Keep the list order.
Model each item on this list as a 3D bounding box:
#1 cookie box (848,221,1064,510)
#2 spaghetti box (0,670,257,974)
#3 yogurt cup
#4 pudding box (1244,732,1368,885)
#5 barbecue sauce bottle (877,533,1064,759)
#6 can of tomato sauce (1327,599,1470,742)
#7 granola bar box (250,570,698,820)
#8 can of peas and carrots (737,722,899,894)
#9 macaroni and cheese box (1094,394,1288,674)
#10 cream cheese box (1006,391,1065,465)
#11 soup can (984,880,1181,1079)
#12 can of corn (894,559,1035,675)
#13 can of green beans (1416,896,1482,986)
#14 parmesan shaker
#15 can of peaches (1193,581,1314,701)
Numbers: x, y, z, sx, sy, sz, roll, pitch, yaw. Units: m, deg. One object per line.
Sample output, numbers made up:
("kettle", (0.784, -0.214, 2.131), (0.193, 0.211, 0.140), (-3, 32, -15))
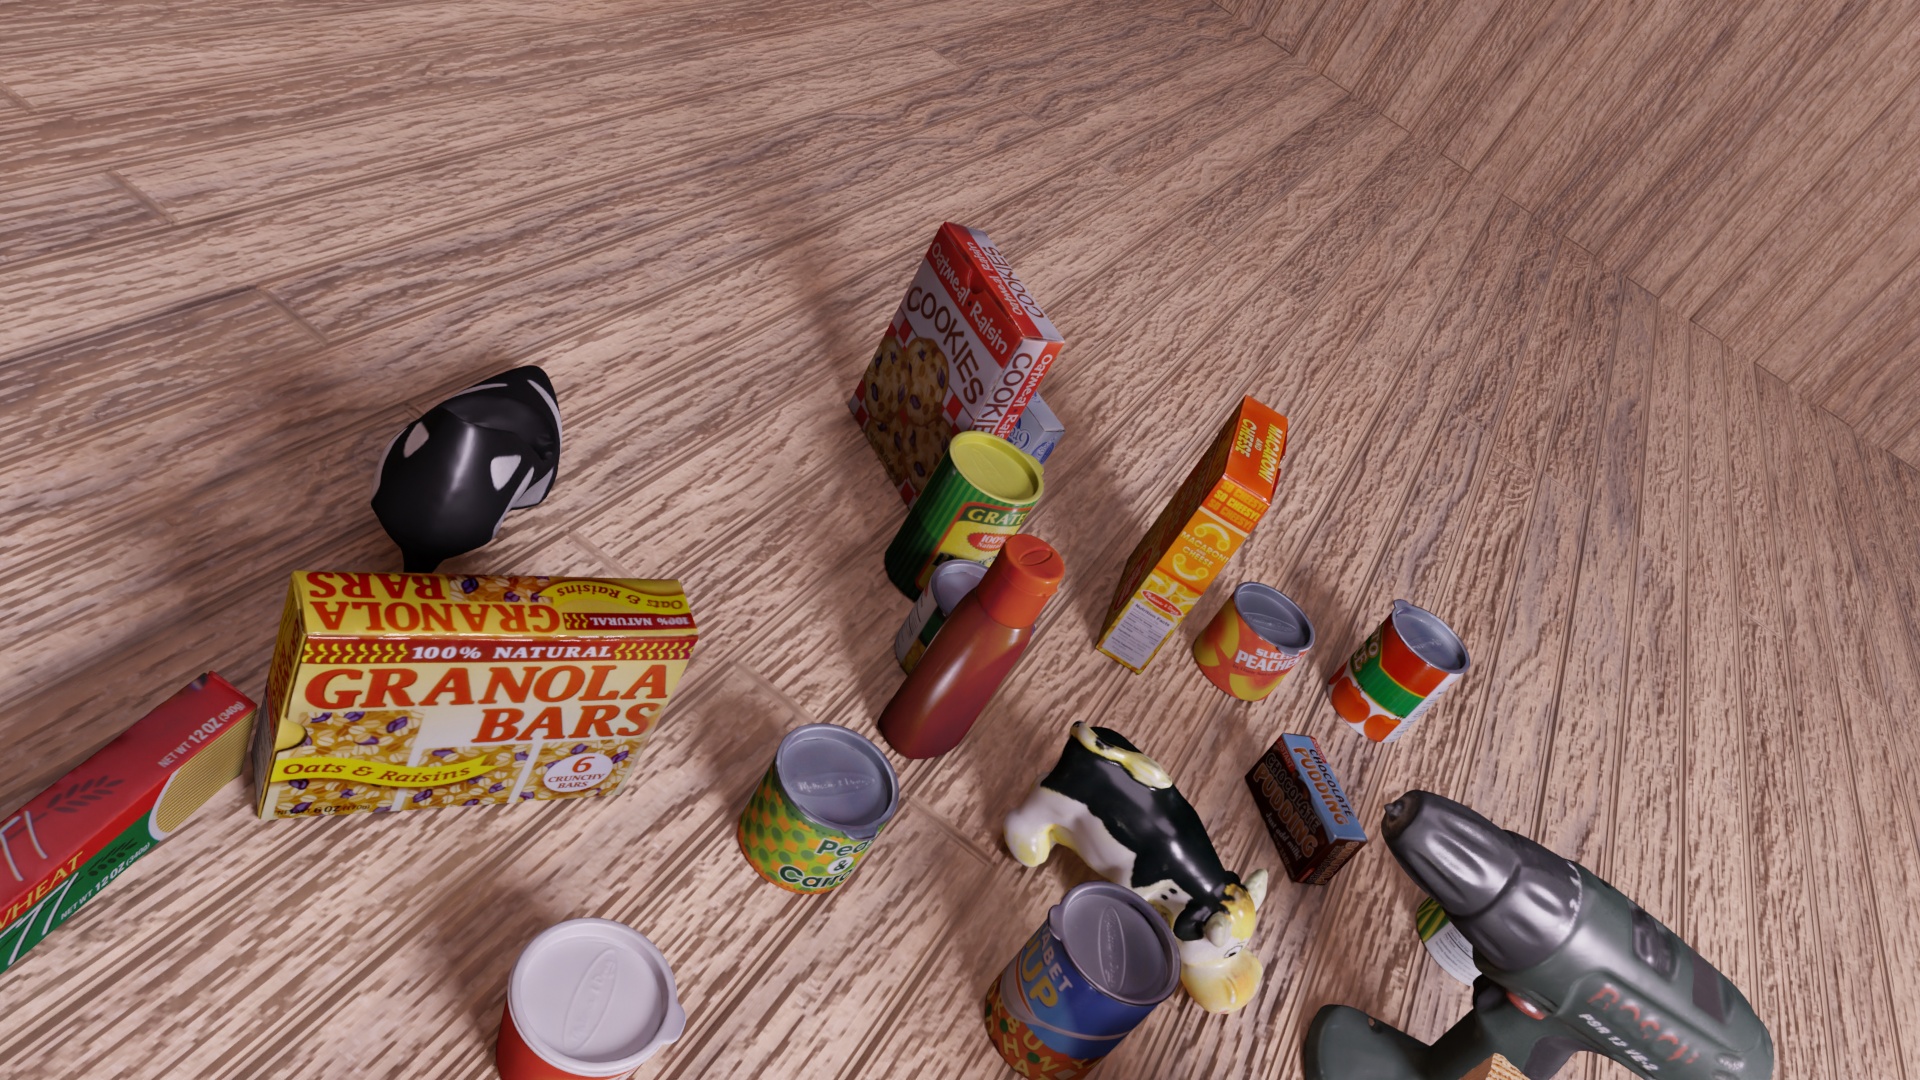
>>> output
("cookie box", (-0.008, -0.114, 0.960), (0.040, 0.166, 0.123), (-1, 46, -38))
("spaghetti box", (-0.356, 0.138, 0.497), (0.029, 0.050, 0.251), (32, 35, 1))
("yogurt cup", (-0.157, 0.198, 0.569), (0.072, 0.053, 0.073), (20, 37, -16))
("pudding box", (0.220, 0.170, 0.887), (0.030, 0.049, 0.084), (10, 40, -28))
("barbecue sauce bottle", (0.009, 0.060, 0.778), (0.044, 0.147, 0.065), (47, 38, 20))
("can of tomato sauce", (0.319, 0.097, 1.021), (0.071, 0.082, 0.071), (20, 37, -16))
("granola bar box", (-0.216, 0.070, 0.620), (0.166, 0.123, 0.039), (3, 44, -35))
("can of peas and carrots", (-0.071, 0.138, 0.702), (0.071, 0.058, 0.071), (20, 37, -16))
("macaroni and cheese box", (0.160, -0.004, 0.954), (0.040, 0.165, 0.124), (31, 35, -1))
("cream cheese box", (0.036, -0.100, 1.075), (0.024, 0.053, 0.104), (-3, 48, -39))
("soup can", (0.056, 0.216, 0.679), (0.071, 0.083, 0.072), (20, 37, -16))
("can of corn", (0.002, 0.057, 0.855), (0.071, 0.058, 0.071), (20, 37, -16))
("can of green beans", (0.334, 0.240, 0.880), (0.071, 0.057, 0.071), (20, 37, -16))
("parmesan shaker", (0.003, -0.011, 0.899), (0.071, 0.102, 0.072), (20, 37, -16))
("can of peaches", (0.208, 0.074, 0.988), (0.071, 0.057, 0.071), (20, 37, -16))
